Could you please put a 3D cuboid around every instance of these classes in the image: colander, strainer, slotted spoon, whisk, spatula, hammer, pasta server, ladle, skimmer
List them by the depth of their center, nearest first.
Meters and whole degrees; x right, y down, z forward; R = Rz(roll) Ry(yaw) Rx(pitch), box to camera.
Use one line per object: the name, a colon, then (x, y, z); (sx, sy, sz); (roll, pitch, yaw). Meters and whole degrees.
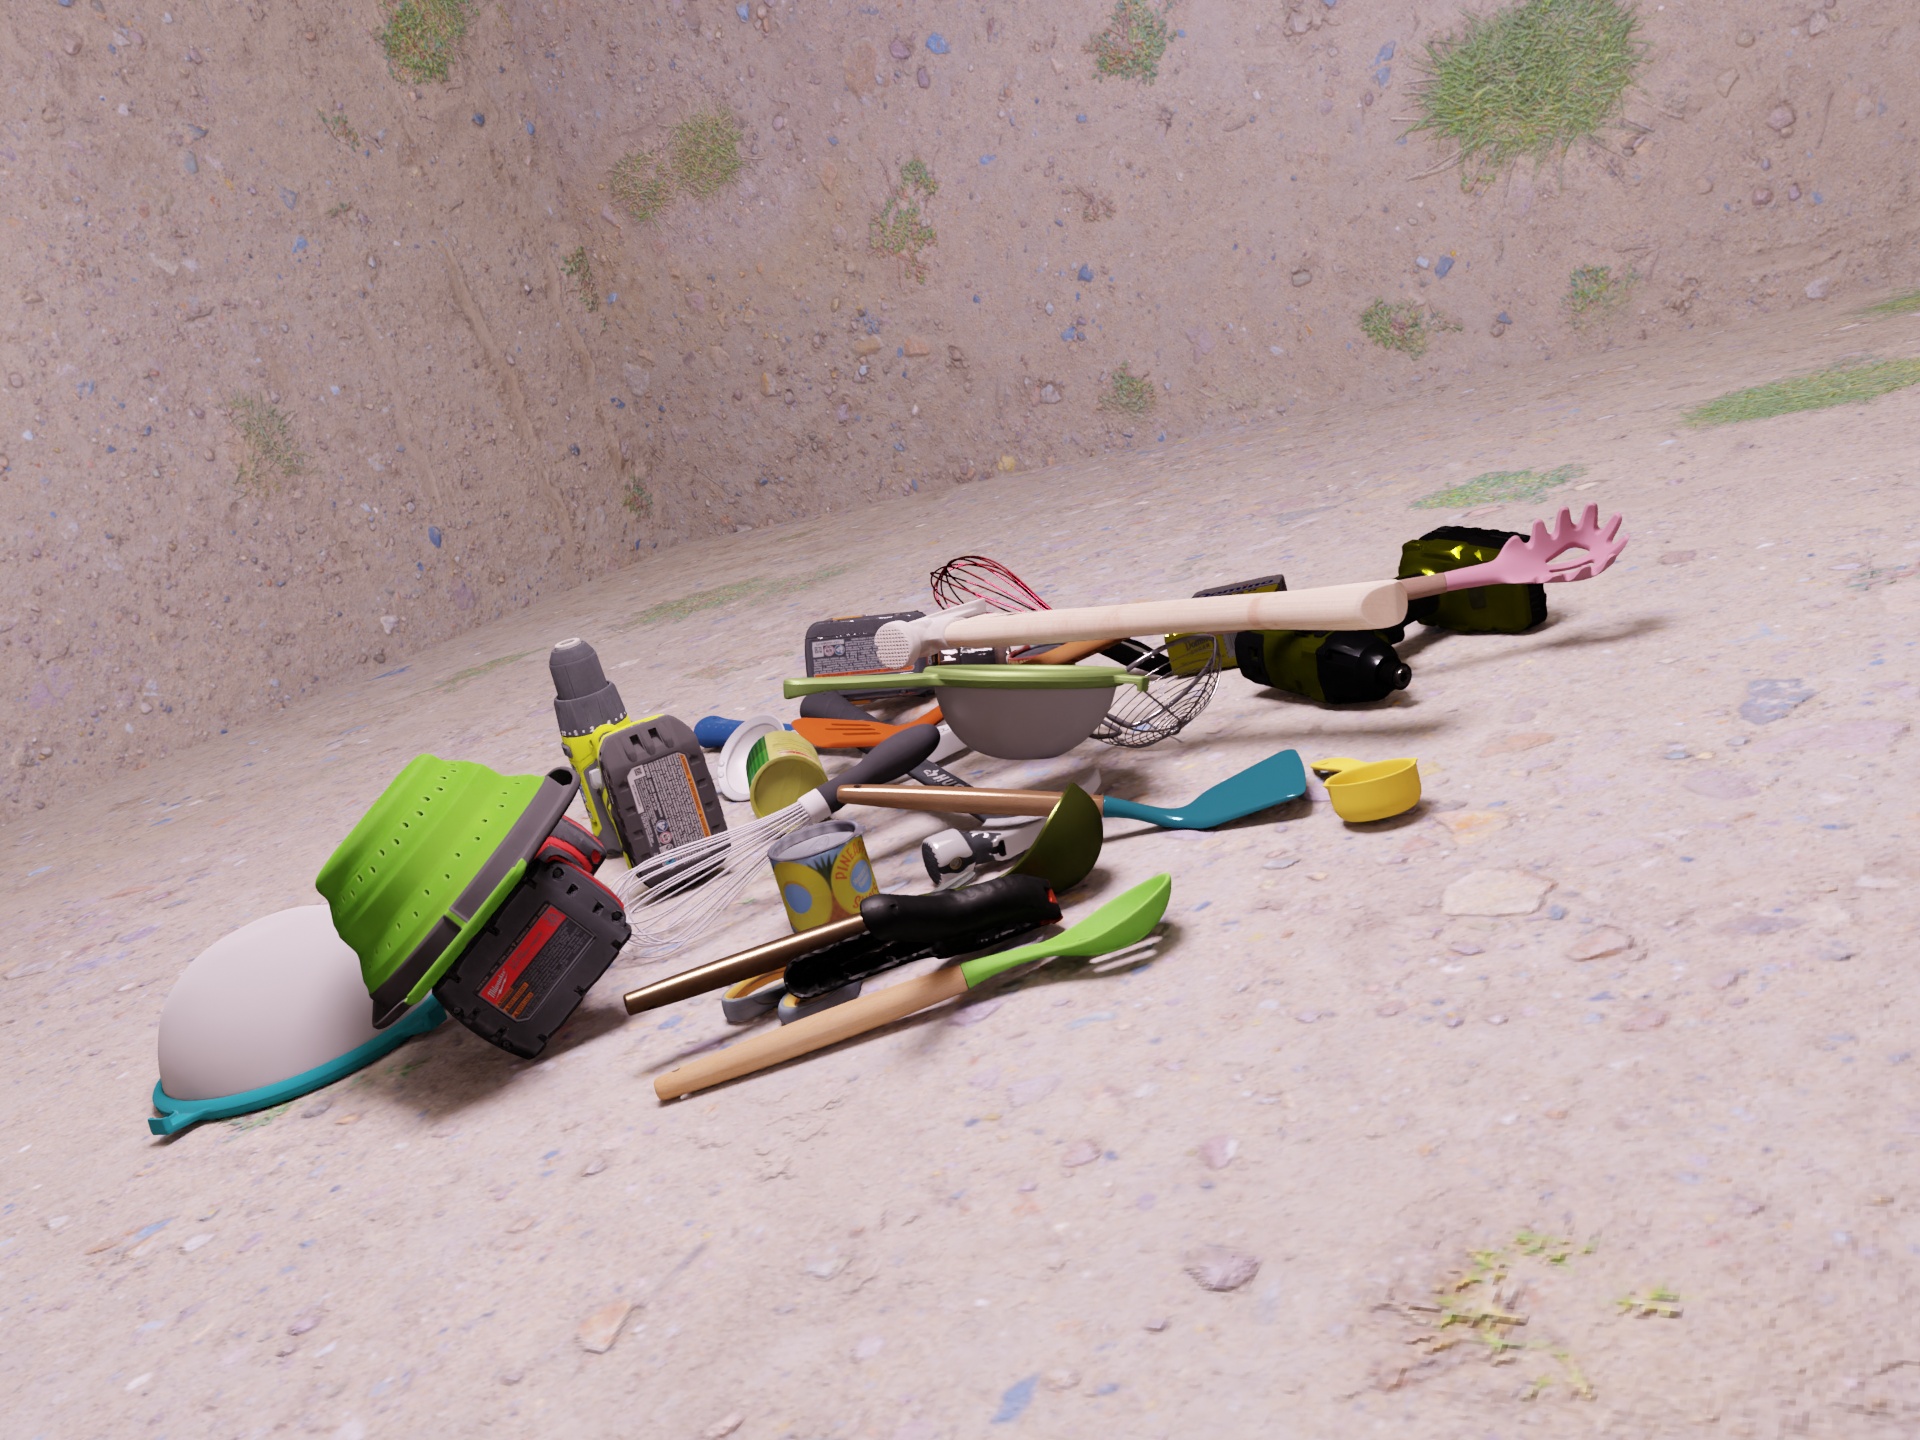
slotted spoon: (-0.022, 0.154, 0.901); (0.313, 0.031, 0.070); (-20, 0, -5)
ladle: (-0.054, 0.112, 0.979); (0.320, 0.062, 0.078); (-17, -25, -18)
spatula: (0.072, 0.047, 1.086); (0.317, 0.044, 0.082); (2, 21, 6)
colander: (-0.364, 0.081, 1.107); (0.204, 0.094, 0.397); (-51, 14, -4)
strainer: (-0.002, -0.004, 1.145); (0.256, 0.069, 0.151); (-3, 5, -21)
whisk: (-0.133, 0.080, 1.152); (0.284, 0.070, 0.070); (-32, 18, -15)
strainer: (-0.504, 0.179, 1.192); (0.211, 0.095, 0.340); (-21, 16, -17)
hammer: (0.138, -0.079, 1.214); (0.411, 0.038, 0.146); (-2, 12, 34)
pasta server: (0.343, -0.105, 1.216); (0.316, 0.040, 0.060); (-11, 54, 10)
hammer: (-0.037, 0.030, 1.274); (0.149, 0.036, 0.409); (-19, 22, -21)
spatula: (0.023, -0.034, 1.283); (0.322, 0.041, 0.081); (-24, 22, -15)
skimmer: (0.092, -0.036, 1.368); (0.127, 0.090, 0.363); (-22, 15, -23)
strainer: (-0.246, 0.054, 1.501); (0.258, 0.050, 0.087); (-15, 57, 25)
hammer: (-0.140, 0.017, 1.533); (0.144, 0.035, 0.406); (-27, 18, -37)
whisk: (0.083, -0.098, 1.540); (0.296, 0.073, 0.073); (25, 38, 35)

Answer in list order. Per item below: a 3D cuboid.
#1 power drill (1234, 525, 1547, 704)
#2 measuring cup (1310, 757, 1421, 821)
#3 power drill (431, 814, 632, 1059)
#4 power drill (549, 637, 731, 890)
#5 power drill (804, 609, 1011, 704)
power drill: (0.357, -0.079, 1.282); (0.223, 0.080, 0.171); (-26, 22, -22)
measuring cup: (0.258, 0.043, 1.042); (0.062, 0.029, 0.156); (-16, 2, -1)
power drill: (-0.298, 0.144, 1.085); (0.143, 0.078, 0.220); (-52, 17, -6)
power drill: (-0.277, 0.035, 1.313); (0.080, 0.190, 0.229); (-22, 19, -22)
power drill: (-0.049, -0.059, 1.567); (0.185, 0.084, 0.226); (-5, -2, 7)
